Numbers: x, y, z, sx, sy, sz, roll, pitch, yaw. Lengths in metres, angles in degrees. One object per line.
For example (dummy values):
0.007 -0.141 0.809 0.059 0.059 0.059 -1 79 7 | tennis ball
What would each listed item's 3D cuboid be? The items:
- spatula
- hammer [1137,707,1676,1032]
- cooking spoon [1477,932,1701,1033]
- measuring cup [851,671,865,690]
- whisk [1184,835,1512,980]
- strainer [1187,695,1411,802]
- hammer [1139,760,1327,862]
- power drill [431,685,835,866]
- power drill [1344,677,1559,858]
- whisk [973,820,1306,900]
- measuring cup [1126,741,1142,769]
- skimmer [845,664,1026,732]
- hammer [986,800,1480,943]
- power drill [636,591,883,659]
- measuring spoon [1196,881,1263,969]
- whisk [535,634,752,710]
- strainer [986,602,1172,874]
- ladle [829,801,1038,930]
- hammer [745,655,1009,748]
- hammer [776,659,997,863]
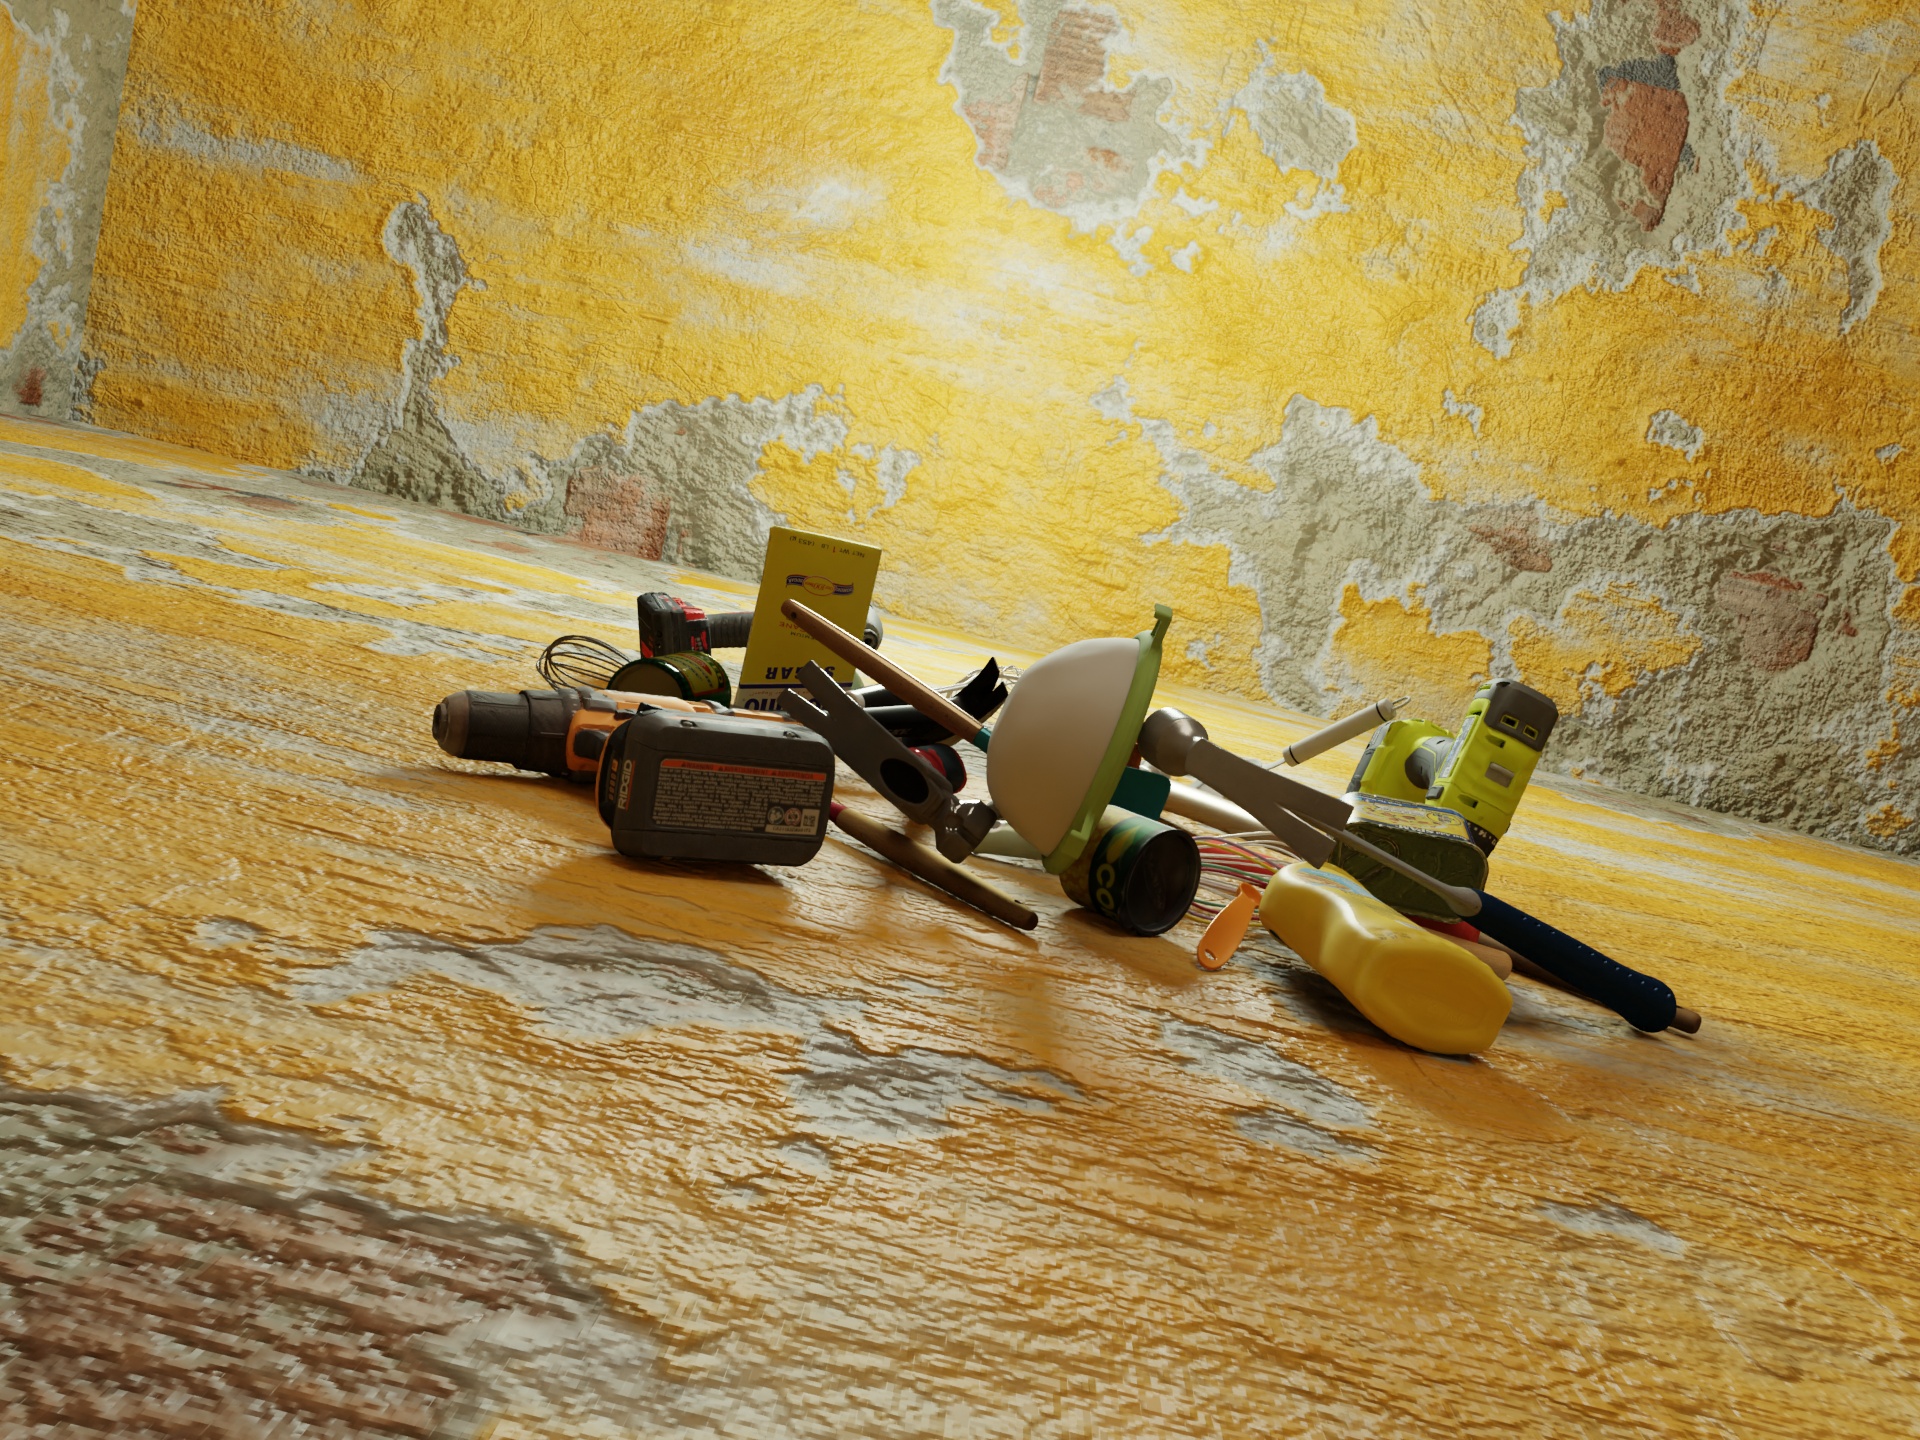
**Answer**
-0.002 -0.004 1.132 0.318 0.082 0.044 34 29 20 | spatula
0.282 0.102 0.901 0.405 0.035 0.144 27 5 -30 | hammer
0.362 0.156 1.124 0.068 0.017 0.319 7 9 -45 | cooking spoon
-0.124 -0.051 1.407 0.083 0.038 0.168 6 50 -9 | measuring cup
0.241 0.132 1.032 0.245 0.051 0.047 17 42 -6 | whisk
0.294 0.038 1.436 0.258 0.050 0.087 -30 9 33 | strainer
0.224 0.083 1.297 0.146 0.038 0.411 7 7 -33 | hammer
-0.193 0.021 0.920 0.185 0.084 0.226 7 5 -30 | power drill
0.385 0.069 1.297 0.080 0.190 0.228 27 -6 -2 | power drill
0.124 0.092 1.071 0.246 0.059 0.058 7 22 -4 | whisk
0.116 0.033 1.229 0.095 0.052 0.173 17 6 36 | measuring cup
-0.009 0.002 1.427 0.127 0.090 0.363 -4 3 26 | skimmer
0.196 0.103 1.156 0.359 0.036 0.149 17 8 32 | hammer
-0.183 -0.080 1.486 0.219 0.078 0.143 -6 16 -19 | power drill
0.159 0.124 0.945 0.021 0.011 0.117 41 28 8 | measuring spoon
-0.233 -0.017 1.282 0.239 0.055 0.055 19 8 10 | whisk
0.047 0.018 0.961 0.069 0.151 0.256 23 -15 -4 | strainer
-0.056 0.069 0.996 0.069 0.031 0.316 11 8 -41 | ladle
-0.107 0.002 1.189 0.334 0.035 0.146 -3 -24 -46 | hammer
-0.038 0.023 1.087 0.143 0.038 0.386 41 1 1 | hammer
